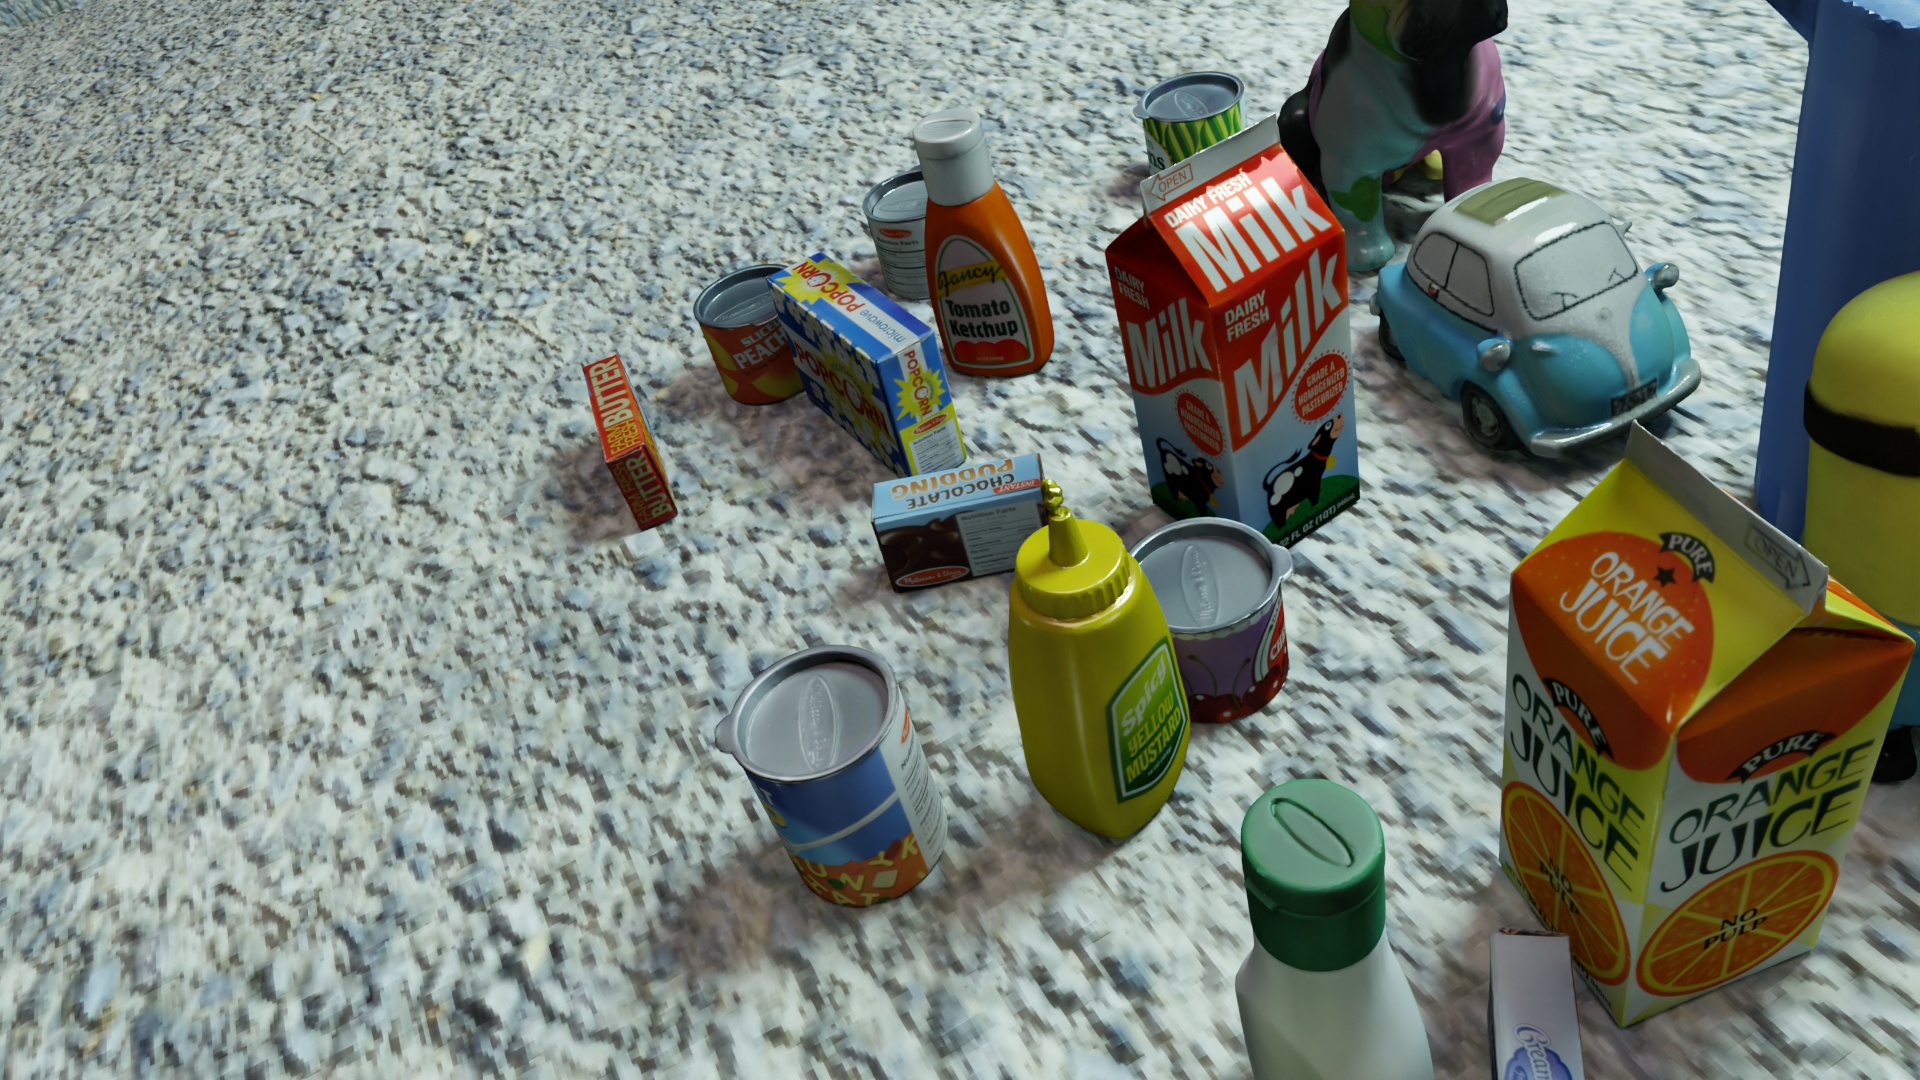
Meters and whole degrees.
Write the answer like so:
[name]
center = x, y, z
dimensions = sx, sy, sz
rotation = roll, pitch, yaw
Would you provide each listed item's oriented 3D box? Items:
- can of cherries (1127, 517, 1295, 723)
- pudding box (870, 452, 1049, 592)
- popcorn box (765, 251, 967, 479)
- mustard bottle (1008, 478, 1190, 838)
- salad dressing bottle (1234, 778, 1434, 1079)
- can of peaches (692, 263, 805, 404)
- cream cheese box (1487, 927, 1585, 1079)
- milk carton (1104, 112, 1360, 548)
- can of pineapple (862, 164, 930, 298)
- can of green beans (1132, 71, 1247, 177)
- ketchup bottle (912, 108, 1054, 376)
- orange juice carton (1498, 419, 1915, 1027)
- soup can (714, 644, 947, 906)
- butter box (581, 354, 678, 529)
[can of cherries]
center = 0.105, 0.034, 0.578
dimensions = 0.071, 0.058, 0.072
rotation = -9, 41, 8
[pudding box]
center = 0.002, -0.008, 0.666
dimensions = 0.084, 0.049, 0.030
rotation = -11, 41, 6
[popcorn box]
center = -0.051, -0.094, 0.753
dimensions = 0.038, 0.084, 0.127
rotation = -32, 43, -17
[mustard bottle]
center = 0.047, 0.042, 0.510
dimensions = 0.049, 0.159, 0.065
rotation = 20, 53, 35
[salad dressing bottle]
center = 0.106, 0.128, 0.403
dimensions = 0.044, 0.147, 0.064
rotation = -32, 43, -17
[can of peaches]
center = -0.117, -0.122, 0.827
dimensions = 0.071, 0.057, 0.071
rotation = -9, 41, 8
[cream cheese box]
center = 0.169, 0.173, 0.404
dimensions = 0.024, 0.053, 0.104
rotation = -1, 43, 17
[milk carton]
center = 0.119, -0.086, 0.606
dimensions = 0.072, 0.189, 0.073
rotation = -31, 43, -16
[can of pineapple]
center = -0.022, -0.195, 0.878
dimensions = 0.071, 0.057, 0.071
rotation = -9, 41, 8
[can of green beans]
center = 0.151, -0.259, 0.892
dimensions = 0.071, 0.057, 0.071
rotation = -9, 41, 8
[ketchup bottle]
center = 0.009, -0.160, 0.758
dimensions = 0.065, 0.148, 0.044
rotation = 2, 44, 21
[orange juice carton]
center = 0.214, 0.056, 0.414
dimensions = 0.073, 0.191, 0.072
rotation = -20, 41, -4
[soup can]
center = -0.048, 0.093, 0.543
dimensions = 0.071, 0.083, 0.072
rotation = -9, 41, 8
[butter box]
center = -0.186, -0.056, 0.780
dimensions = 0.024, 0.053, 0.104
rotation = -22, 41, -6
